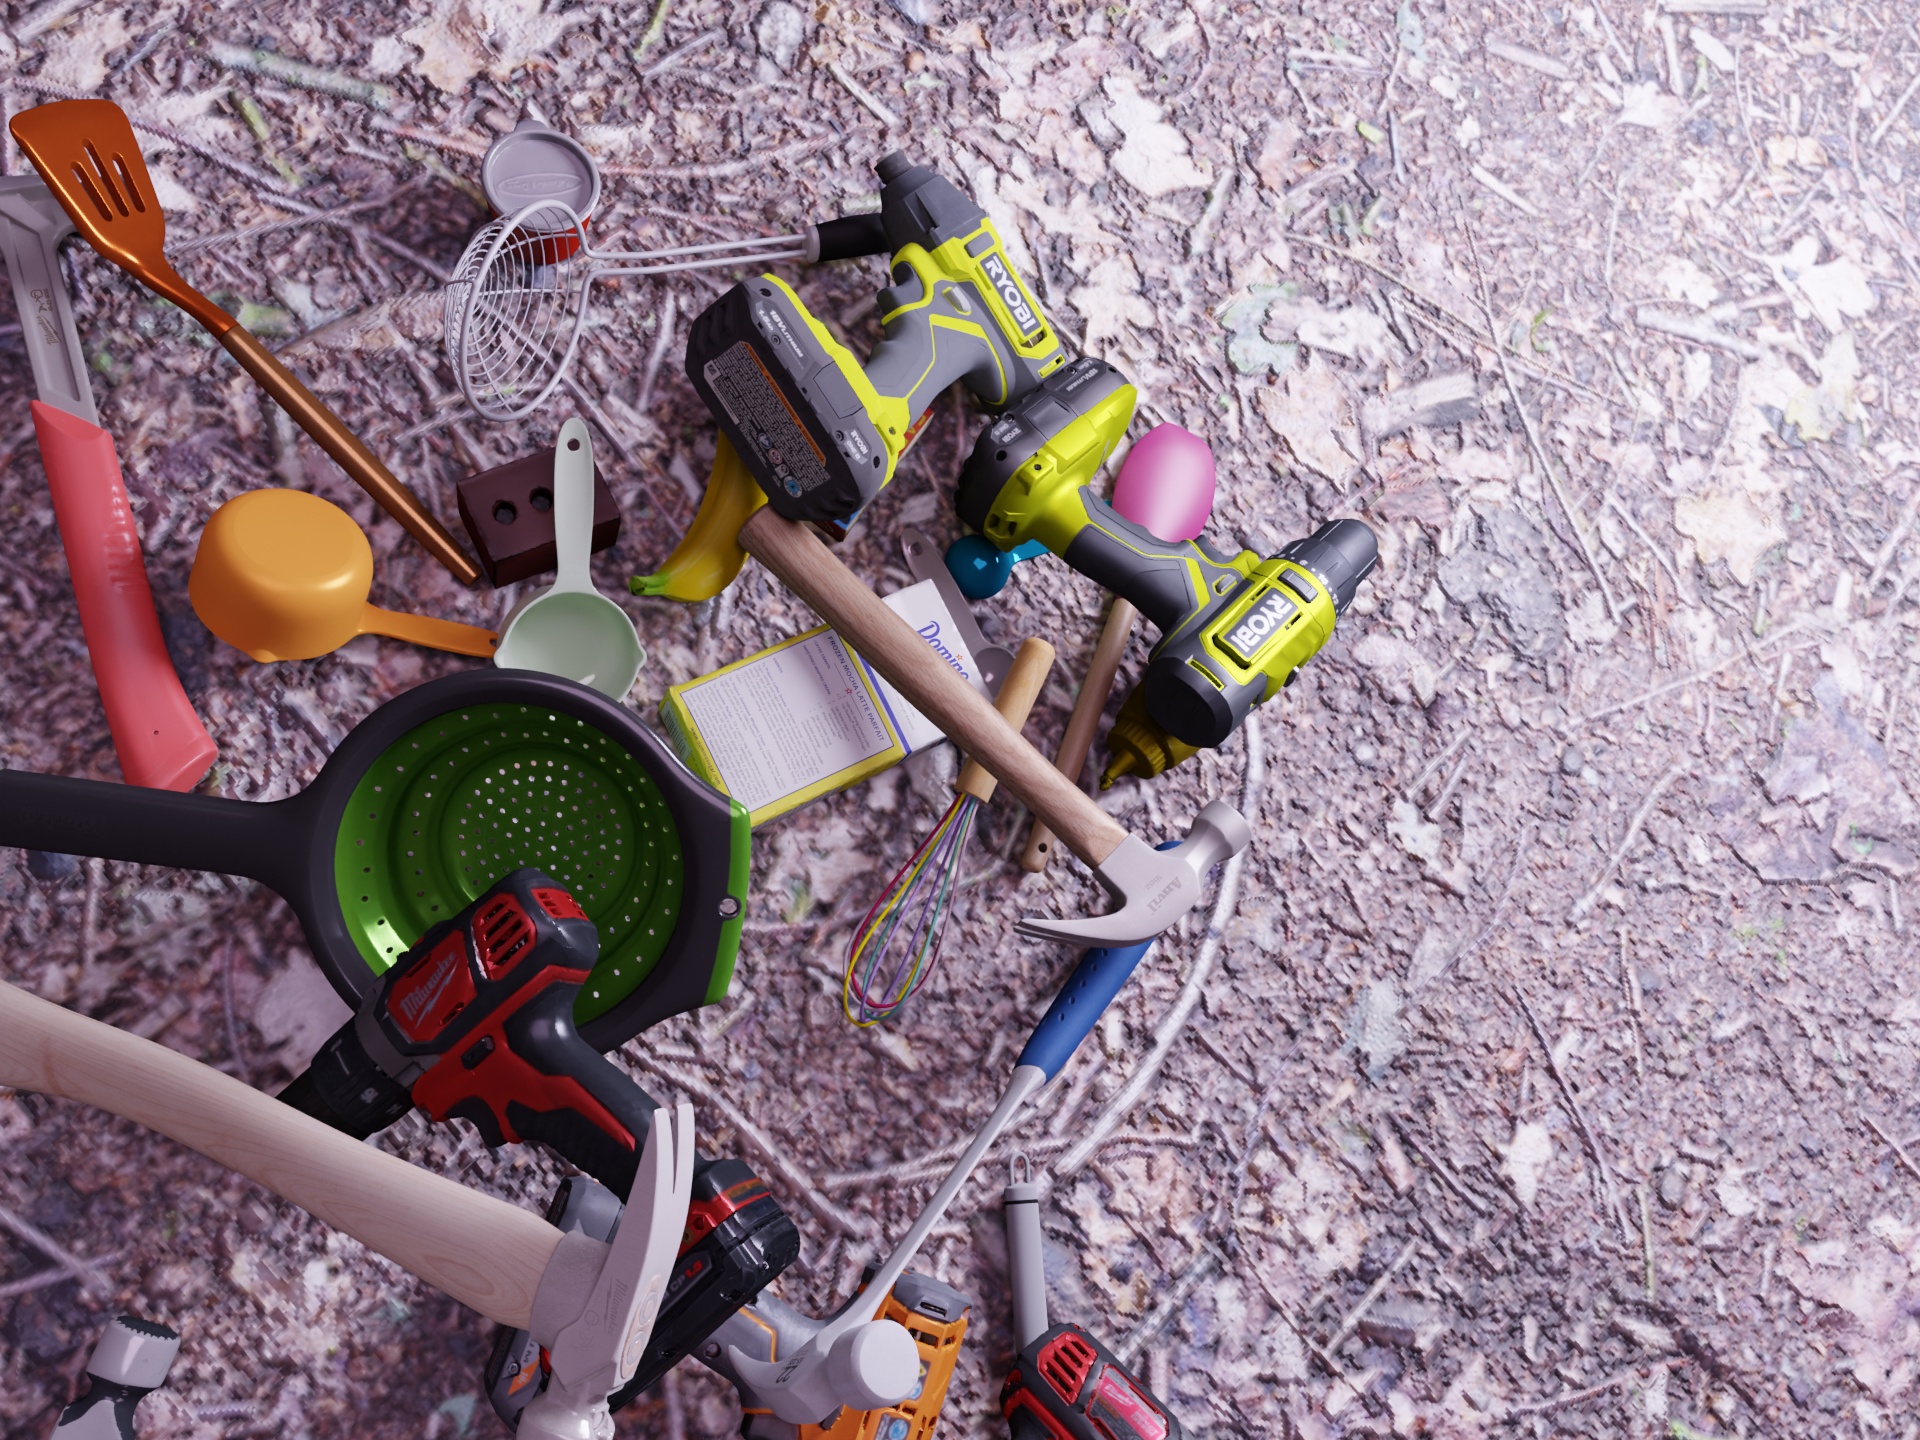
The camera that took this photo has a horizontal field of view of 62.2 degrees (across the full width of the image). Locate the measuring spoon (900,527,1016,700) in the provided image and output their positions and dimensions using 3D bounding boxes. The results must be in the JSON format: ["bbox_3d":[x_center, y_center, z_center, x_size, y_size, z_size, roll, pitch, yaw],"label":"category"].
[{"bbox_3d":[-0.001,-0.066,0.981,0.034,0.018,0.124,-33,79,13],"label":"measuring spoon"}]

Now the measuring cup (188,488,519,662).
[{"bbox_3d":[-0.320,-0.072,0.858,0.173,0.052,0.095,14,46,-22],"label":"measuring cup"}]

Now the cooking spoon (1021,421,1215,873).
[{"bbox_3d":[0.097,-0.051,1.001,0.068,0.017,0.319,27,71,-15],"label":"cooking spoon"}]

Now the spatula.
[{"bbox_3d":[-0.379,-0.200,0.874,0.322,0.041,0.081,46,30,-10],"label":"spatula"}]

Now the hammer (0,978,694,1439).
[{"bbox_3d":[-0.309,0.177,0.709,0.411,0.038,0.146,16,86,19],"label":"hammer"}]

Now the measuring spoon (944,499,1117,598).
[{"bbox_3d":[0.049,-0.116,1.003,0.128,0.021,0.042,-26,84,-21],"label":"measuring spoon"}]

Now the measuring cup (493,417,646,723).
[{"bbox_3d":[-0.217,-0.083,0.876,0.083,0.038,0.167,-2,104,-24],"label":"measuring cup"}]

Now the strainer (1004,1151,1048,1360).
[{"bbox_3d":[0.041,0.368,0.866,0.086,0.050,0.259,6,70,-31],"label":"strainer"}]

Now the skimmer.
[{"bbox_3d":[-0.133,-0.263,0.953,0.363,0.127,0.090,-16,51,-26],"label":"skimmer"}]

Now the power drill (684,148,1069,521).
[{"bbox_3d":[-0.047,-0.229,0.932,0.223,0.080,0.171,-44,106,-39],"label":"power drill"}]

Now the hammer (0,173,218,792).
[{"bbox_3d":[-0.477,-0.125,0.848,0.149,0.036,0.359,-15,80,-19],"label":"hammer"}]

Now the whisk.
[{"bbox_3d":[-0.005,0.062,0.906,0.047,0.051,0.245,29,79,-20],"label":"whisk"}]

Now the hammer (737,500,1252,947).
[{"bbox_3d":[-0.001,-0.003,0.888,0.331,0.031,0.130,43,72,10],"label":"hammer"}]

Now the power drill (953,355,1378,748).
[{"bbox_3d":[0.129,-0.113,0.964,0.228,0.080,0.190,42,61,12],"label":"power drill"}]

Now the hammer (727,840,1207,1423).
[{"bbox_3d":[0.026,0.195,0.831,0.035,0.144,0.405,49,47,-5],"label":"hammer"}]

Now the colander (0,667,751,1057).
[{"bbox_3d":[-0.305,0.059,0.813,0.397,0.094,0.204,8,97,-5],"label":"colander"}]

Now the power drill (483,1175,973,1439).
[{"bbox_3d":[-0.119,0.338,0.807,0.226,0.084,0.164,23,71,-13],"label":"power drill"}]

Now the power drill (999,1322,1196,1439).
[{"bbox_3d":[0.025,0.400,0.751,0.219,0.078,0.143,-28,47,-32],"label":"power drill"}]

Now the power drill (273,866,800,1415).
[{"bbox_3d":[-0.204,0.205,0.729,0.188,0.080,0.227,-41,77,1],"label":"power drill"}]

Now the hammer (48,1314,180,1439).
[{"bbox_3d":[-0.244,0.427,0.770,0.408,0.036,0.149,23,72,-9],"label":"hammer"}]
